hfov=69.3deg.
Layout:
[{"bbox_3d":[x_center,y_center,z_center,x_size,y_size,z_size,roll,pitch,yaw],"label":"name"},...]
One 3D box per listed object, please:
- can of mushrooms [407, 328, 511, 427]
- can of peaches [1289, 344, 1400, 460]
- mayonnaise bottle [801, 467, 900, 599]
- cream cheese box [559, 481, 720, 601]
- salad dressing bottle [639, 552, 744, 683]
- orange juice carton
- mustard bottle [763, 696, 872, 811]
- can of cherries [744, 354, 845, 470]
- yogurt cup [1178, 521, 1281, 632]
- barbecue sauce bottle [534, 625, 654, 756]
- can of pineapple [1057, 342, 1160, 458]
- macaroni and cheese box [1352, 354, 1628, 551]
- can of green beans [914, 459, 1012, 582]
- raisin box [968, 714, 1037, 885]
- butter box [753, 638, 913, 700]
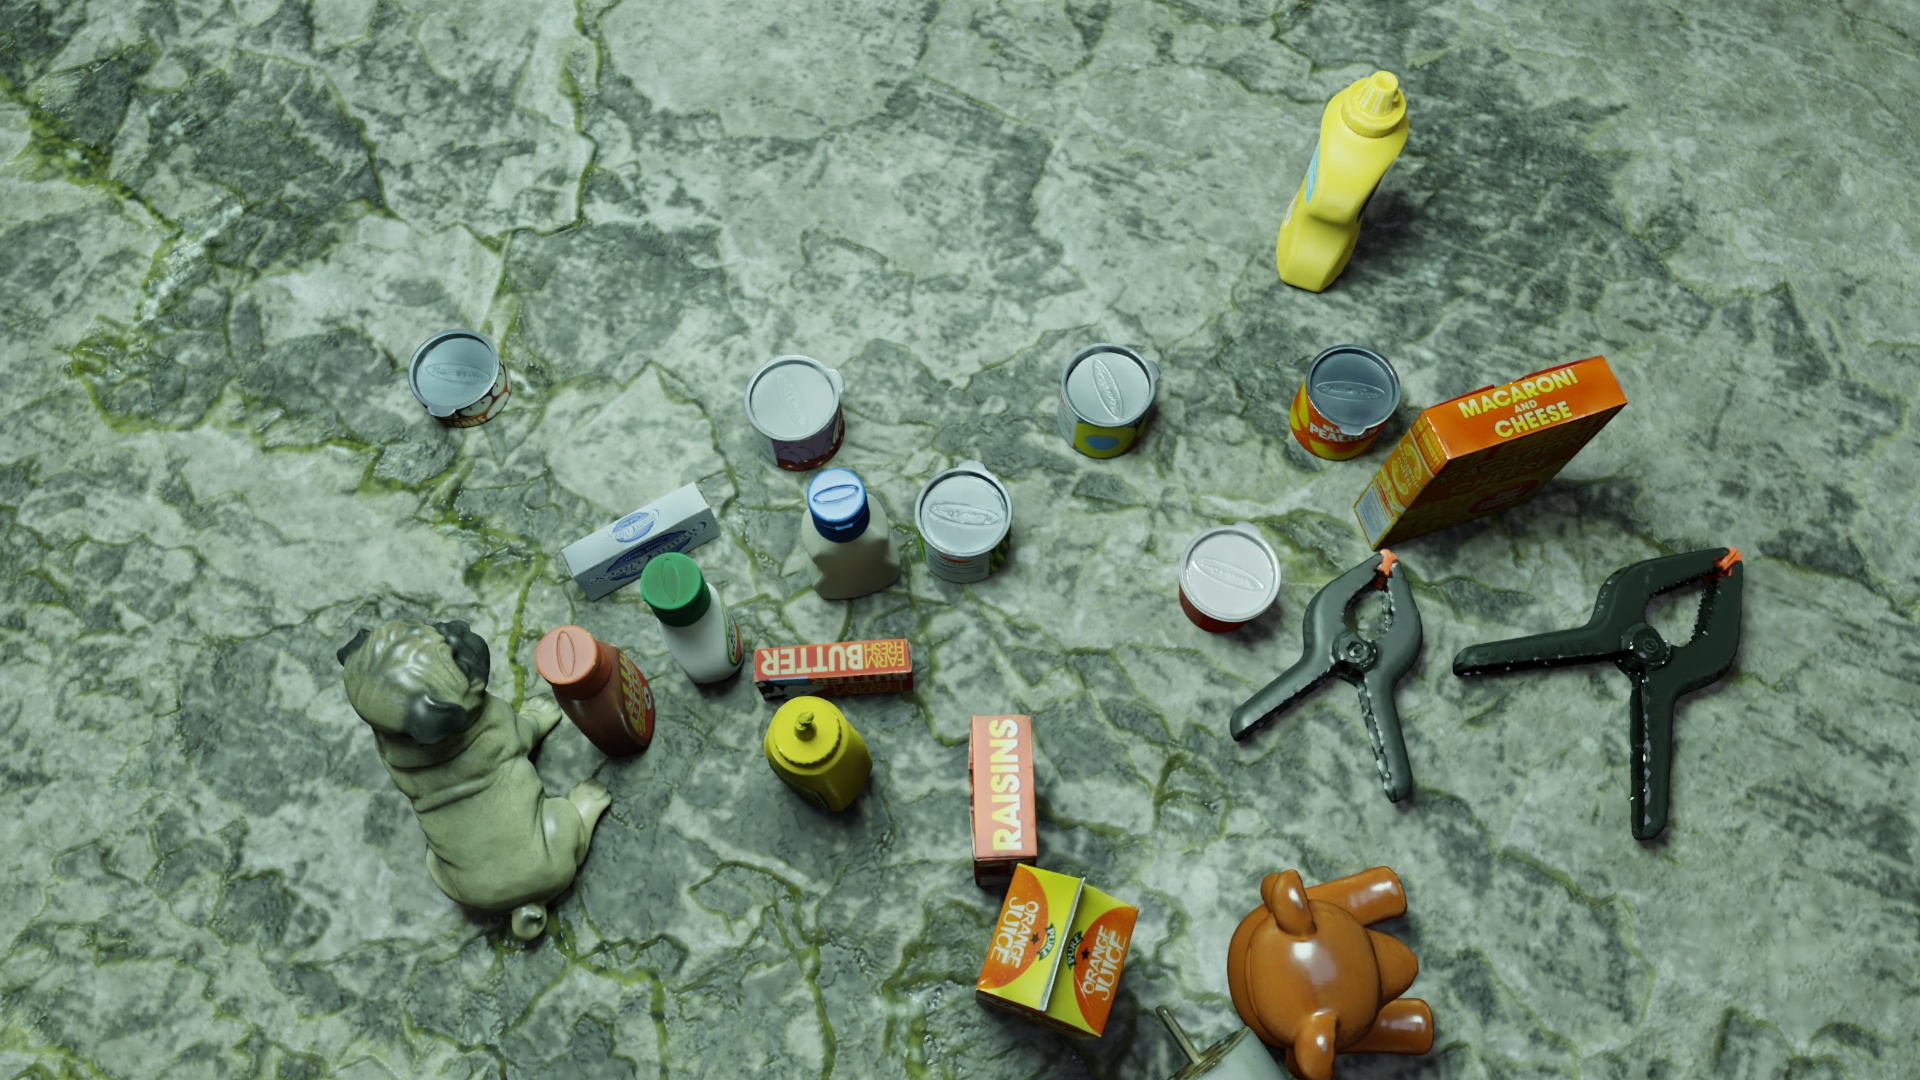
[{"bbox_3d":[-0.366,-0.116,1.016,0.071,0.033,0.071,0,69,0],"label":"can of mushrooms"},{"bbox_3d":[0.273,-0.096,0.992,0.071,0.058,0.071,0,69,0],"label":"can of peaches"},{"bbox_3d":[-0.074,-0.003,0.910,0.065,0.147,0.041,-14,70,-5],"label":"mayonnaise bottle"},{"bbox_3d":[-0.219,0.001,0.960,0.104,0.053,0.024,-29,72,-10],"label":"cream cheese box"},{"bbox_3d":[-0.172,0.049,0.891,0.044,0.147,0.064,-13,70,-4],"label":"salad dressing bottle"},{"bbox_3d":[0.053,0.237,0.794,0.073,0.192,0.072,19,71,7],"label":"orange juice carton"},{"bbox_3d":[-0.091,0.127,0.854,0.065,0.159,0.049,31,73,11],"label":"mustard bottle"},{"bbox_3d":[-0.115,-0.090,0.991,0.071,0.058,0.072,0,69,0],"label":"can of cherries"},{"bbox_3d":[0.180,0.030,0.946,0.072,0.053,0.072,0,69,0],"label":"yogurt cup"},{"bbox_3d":[-0.229,0.092,0.874,0.044,0.148,0.065,-11,70,-4],"label":"barbecue sauce bottle"},{"bbox_3d":[0.105,-0.099,0.994,0.071,0.057,0.071,0,69,0],"label":"can of pineapple"},{"bbox_3d":[0.342,-0.054,0.918,0.124,0.166,0.040,-17,70,-6],"label":"macaroni and cheese box"},{"bbox_3d":[0.003,-0.010,0.960,0.071,0.057,0.071,0,69,0],"label":"can of green beans"},{"bbox_3d":[0.025,0.162,0.859,0.040,0.123,0.086,-1,69,0],"label":"raisin box"},{"bbox_3d":[-0.083,0.087,0.926,0.103,0.053,0.024,-4,70,-1],"label":"butter box"}]
